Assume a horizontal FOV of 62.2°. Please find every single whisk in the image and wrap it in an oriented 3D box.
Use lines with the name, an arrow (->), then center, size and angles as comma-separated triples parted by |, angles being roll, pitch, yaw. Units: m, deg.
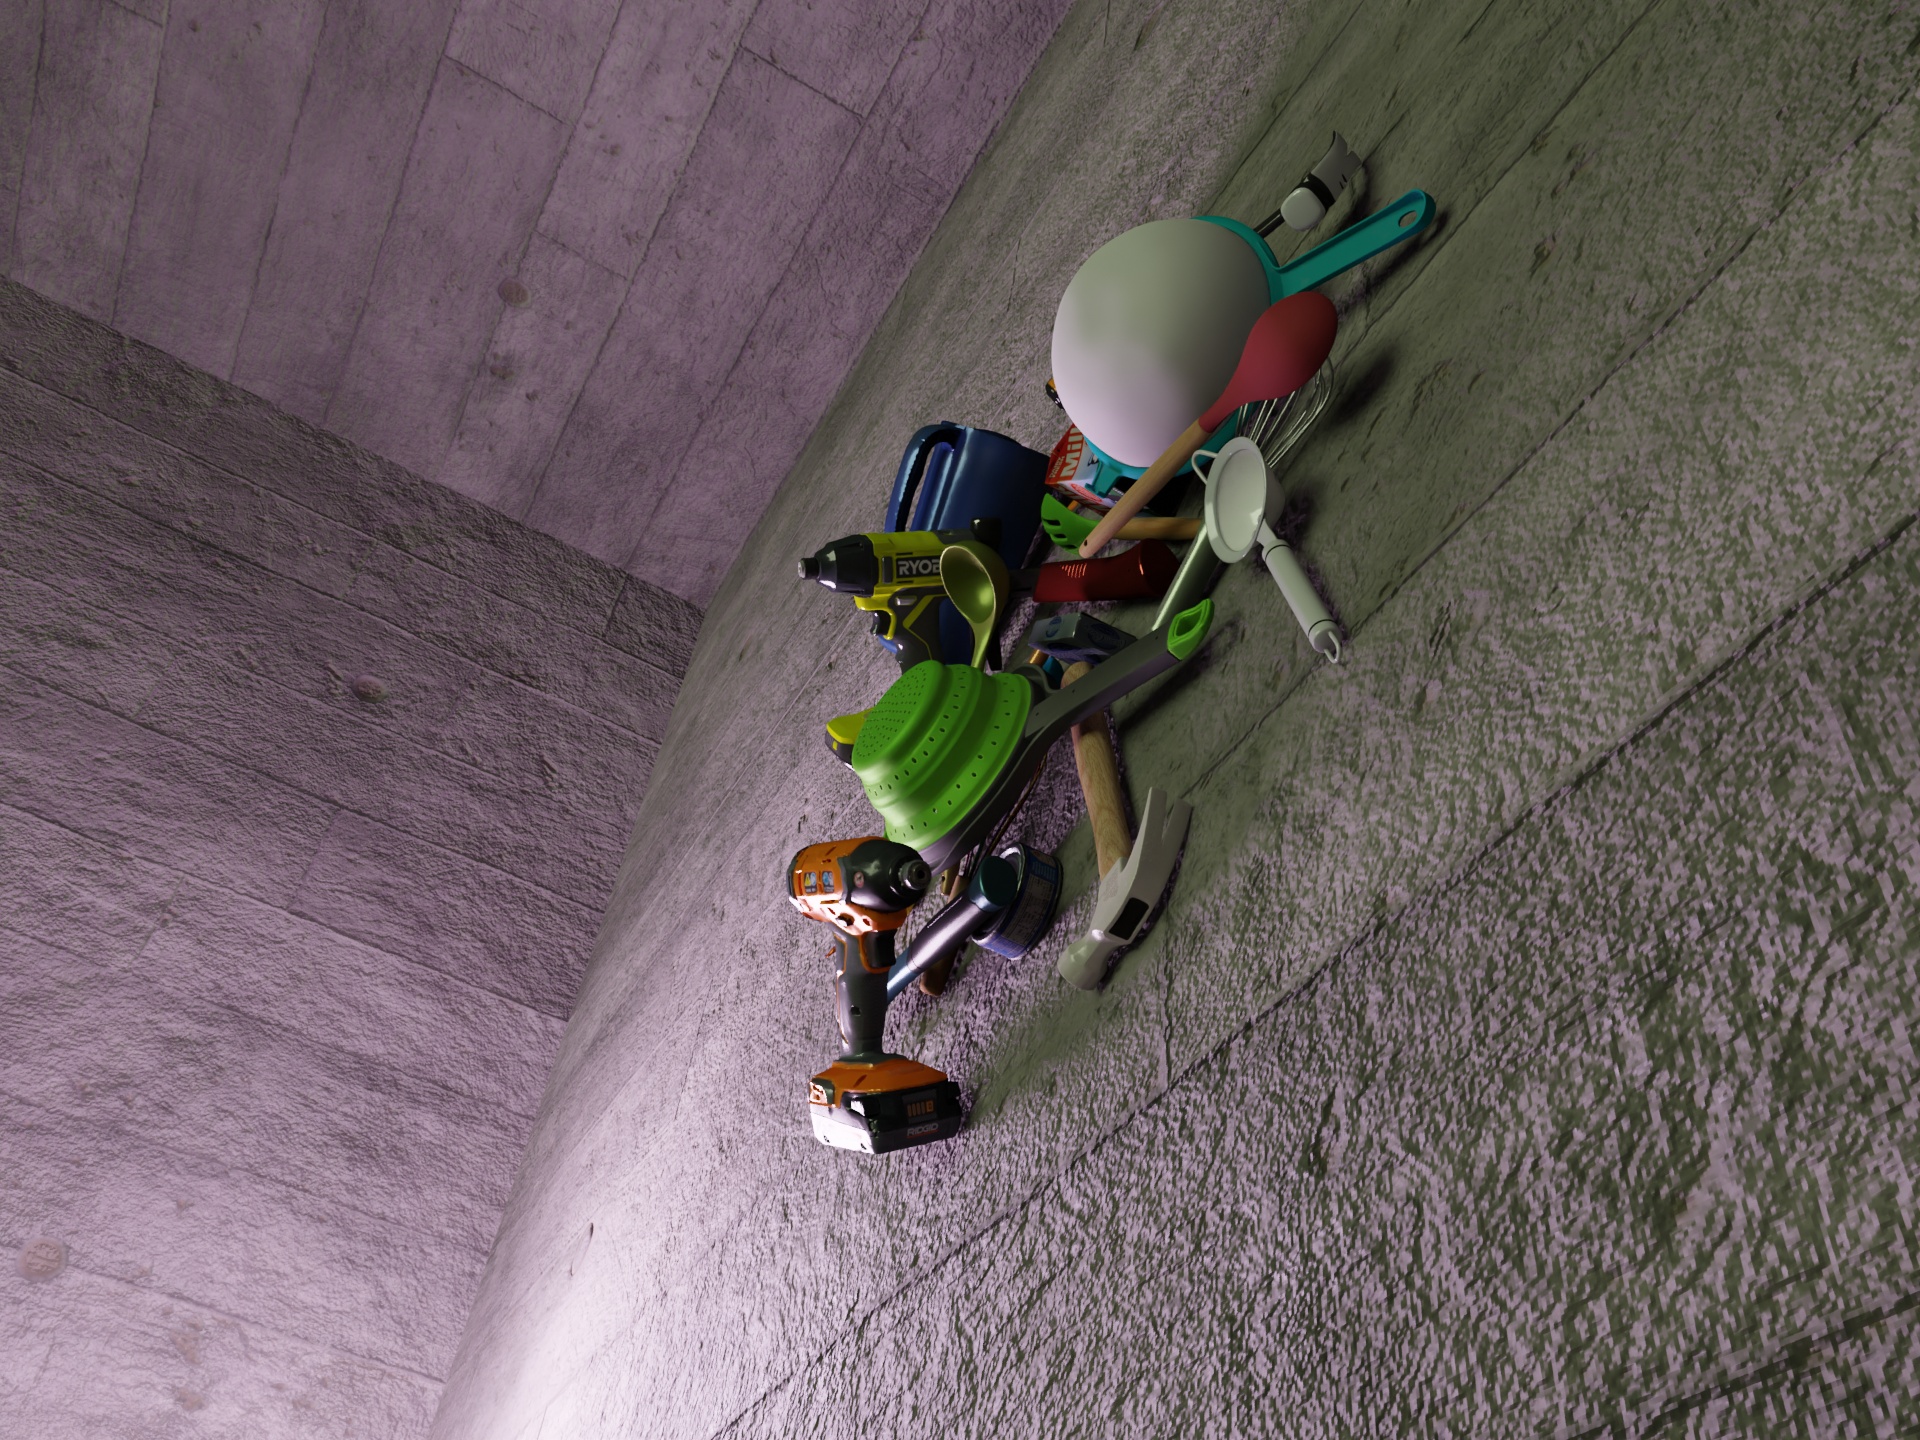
whisk -> 0.197, -0.162, 1.155 | 0.246, 0.059, 0.058 | -64, -11, 18
whisk -> 0.018, 0.112, 1.322 | 0.051, 0.047, 0.245 | 151, 139, -83

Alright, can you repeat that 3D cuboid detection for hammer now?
hammer -> 0.191, -0.362, 1.335 | 0.337, 0.034, 0.127 | -32, 17, 46
hammer -> -0.029, 0.182, 1.265 | 0.331, 0.033, 0.128 | 129, 155, -56
hammer -> 0.104, 0.045, 1.161 | 0.130, 0.031, 0.332 | -57, 17, 25
hammer -> 0.088, -0.112, 1.389 | 0.359, 0.036, 0.149 | -171, 78, -67

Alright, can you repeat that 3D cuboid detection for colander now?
colander -> 0.028, -0.013, 1.223 | 0.397, 0.094, 0.205 | -34, 27, 44

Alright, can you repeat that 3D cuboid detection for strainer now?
strainer -> 0.180, -0.313, 1.174 | 0.340, 0.095, 0.211 | -21, 66, 45
strainer -> 0.207, -0.111, 1.044 | 0.259, 0.050, 0.086 | -103, 22, -53

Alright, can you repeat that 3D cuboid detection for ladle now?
ladle -> 0.167, -0.203, 1.163 | 0.315, 0.031, 0.069 | -45, 47, 53
ladle -> -0.002, -0.005, 1.418 | 0.078, 0.062, 0.320 | -13, 67, 59

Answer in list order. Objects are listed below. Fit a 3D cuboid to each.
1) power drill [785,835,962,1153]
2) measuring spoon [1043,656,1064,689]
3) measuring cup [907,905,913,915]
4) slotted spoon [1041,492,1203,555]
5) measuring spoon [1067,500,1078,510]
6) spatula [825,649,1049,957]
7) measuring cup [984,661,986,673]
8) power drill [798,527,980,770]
power drill -> -0.061, 0.199, 1.182 | 0.164, 0.084, 0.226 | -15, 81, 57
measuring spoon -> 0.067, -0.021, 1.415 | 0.042, 0.021, 0.128 | -65, 6, -20
measuring cup -> -0.047, 0.110, 1.484 | 0.062, 0.029, 0.156 | -150, 73, -76
slotted spoon -> 0.137, -0.163, 1.341 | 0.031, 0.070, 0.314 | -41, 18, -12
measuring spoon -> 0.123, -0.218, 1.537 | 0.117, 0.011, 0.021 | -45, 16, 41
spatula -> -0.016, 0.073, 1.369 | 0.322, 0.041, 0.081 | -60, -4, -1
measuring cup -> -0.003, 0.017, 1.480 | 0.083, 0.038, 0.168 | 146, 136, -64
power drill -> -0.067, -0.068, 1.511 | 0.080, 0.171, 0.223 | -142, 49, -65
